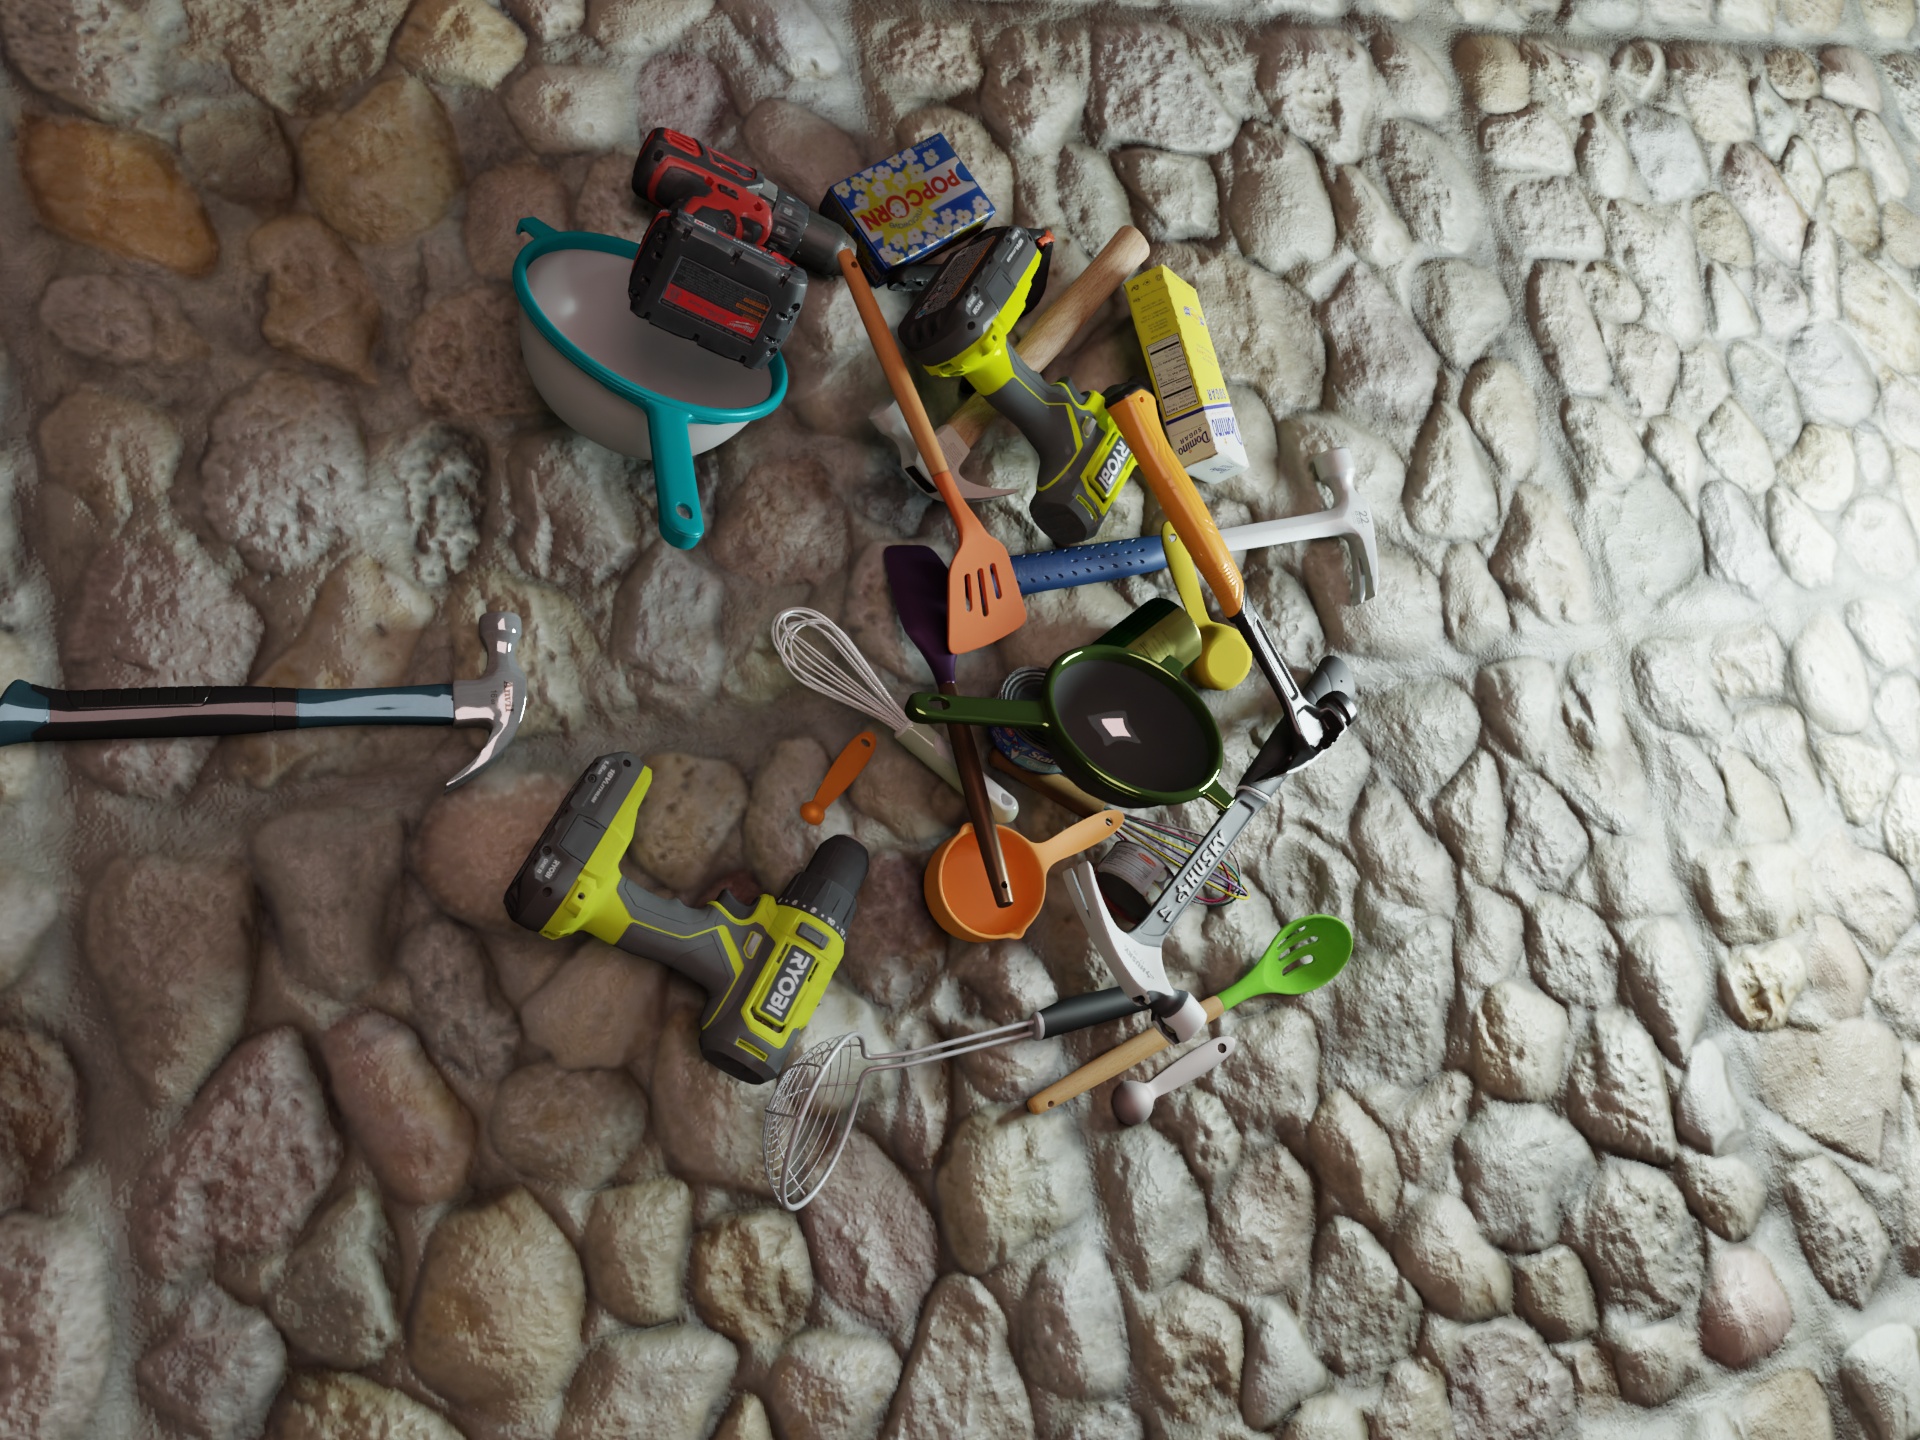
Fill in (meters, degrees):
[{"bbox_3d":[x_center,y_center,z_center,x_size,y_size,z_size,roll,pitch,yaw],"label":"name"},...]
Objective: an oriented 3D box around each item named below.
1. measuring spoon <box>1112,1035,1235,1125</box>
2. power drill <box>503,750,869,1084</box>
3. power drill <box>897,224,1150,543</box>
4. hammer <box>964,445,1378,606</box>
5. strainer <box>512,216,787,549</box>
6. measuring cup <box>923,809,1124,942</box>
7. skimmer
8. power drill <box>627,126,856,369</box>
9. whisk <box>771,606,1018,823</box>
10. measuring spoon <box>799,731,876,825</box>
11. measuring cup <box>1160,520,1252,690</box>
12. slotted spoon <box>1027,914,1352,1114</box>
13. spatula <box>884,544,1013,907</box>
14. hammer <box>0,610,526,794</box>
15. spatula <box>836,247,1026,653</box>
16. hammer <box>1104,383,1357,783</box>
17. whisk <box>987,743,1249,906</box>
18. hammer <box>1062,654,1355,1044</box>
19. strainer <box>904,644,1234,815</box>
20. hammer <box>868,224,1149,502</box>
[{"bbox_3d":[0.173,0.281,1.259,0.124,0.018,0.034,-25,86,-26],"label":"measuring spoon"},{"bbox_3d":[-0.184,0.122,1.128,0.228,0.080,0.191,34,62,-13],"label":"power drill"},{"bbox_3d":[0.066,-0.277,1.280,0.223,0.080,0.171,47,57,-28],"label":"power drill"},{"bbox_3d":[0.191,-0.143,1.369,0.405,0.035,0.144,-12,80,-24],"label":"hammer"},{"bbox_3d":[-0.228,-0.215,1.137,0.210,0.095,0.341,14,41,-30],"label":"strainer"},{"bbox_3d":[0.050,0.111,1.238,0.173,0.052,0.095,-24,86,-27],"label":"measuring cup"},{"bbox_3d":[0.018,0.257,1.164,0.363,0.090,0.127,-9,123,-28],"label":"skimmer"},{"bbox_3d":[-0.164,-0.361,1.221,0.187,0.080,0.227,21,34,-22],"label":"power drill"},{"bbox_3d":[-0.048,-0.001,1.233,0.246,0.059,0.058,40,38,-12],"label":"whisk"},{"bbox_3d":[-0.089,0.040,1.197,0.021,0.011,0.117,38,40,-3],"label":"measuring spoon"},{"bbox_3d":[0.202,-0.095,1.332,0.062,0.029,0.156,-28,112,-13],"label":"measuring cup"},{"bbox_3d":[0.185,0.236,1.270,0.314,0.031,0.070,-24,113,-23],"label":"slotted spoon"},{"bbox_3d":[-0.002,-0.004,1.231,0.059,0.018,0.316,-2,63,-25],"label":"spatula"},{"bbox_3d":[-0.464,-0.009,1.075,0.331,0.033,0.128,-2,76,-22],"label":"hammer"},{"bbox_3d":[-0.031,-0.212,1.240,0.081,0.041,0.322,-26,94,-31],"label":"spatula"},{"bbox_3d":[0.205,-0.114,1.280,0.127,0.034,0.337,-35,98,-41],"label":"hammer"},{"bbox_3d":[0.129,0.084,1.287,0.245,0.051,0.047,30,46,-8],"label":"whisk"},{"bbox_3d":[0.222,0.068,1.276,0.149,0.036,0.409,50,50,-7],"label":"hammer"},{"bbox_3d":[0.071,0.015,1.186,0.256,0.069,0.152,5,49,-24],"label":"strainer"},{"bbox_3d":[0.063,-0.308,1.343,0.130,0.031,0.331,51,63,-23],"label":"hammer"}]
